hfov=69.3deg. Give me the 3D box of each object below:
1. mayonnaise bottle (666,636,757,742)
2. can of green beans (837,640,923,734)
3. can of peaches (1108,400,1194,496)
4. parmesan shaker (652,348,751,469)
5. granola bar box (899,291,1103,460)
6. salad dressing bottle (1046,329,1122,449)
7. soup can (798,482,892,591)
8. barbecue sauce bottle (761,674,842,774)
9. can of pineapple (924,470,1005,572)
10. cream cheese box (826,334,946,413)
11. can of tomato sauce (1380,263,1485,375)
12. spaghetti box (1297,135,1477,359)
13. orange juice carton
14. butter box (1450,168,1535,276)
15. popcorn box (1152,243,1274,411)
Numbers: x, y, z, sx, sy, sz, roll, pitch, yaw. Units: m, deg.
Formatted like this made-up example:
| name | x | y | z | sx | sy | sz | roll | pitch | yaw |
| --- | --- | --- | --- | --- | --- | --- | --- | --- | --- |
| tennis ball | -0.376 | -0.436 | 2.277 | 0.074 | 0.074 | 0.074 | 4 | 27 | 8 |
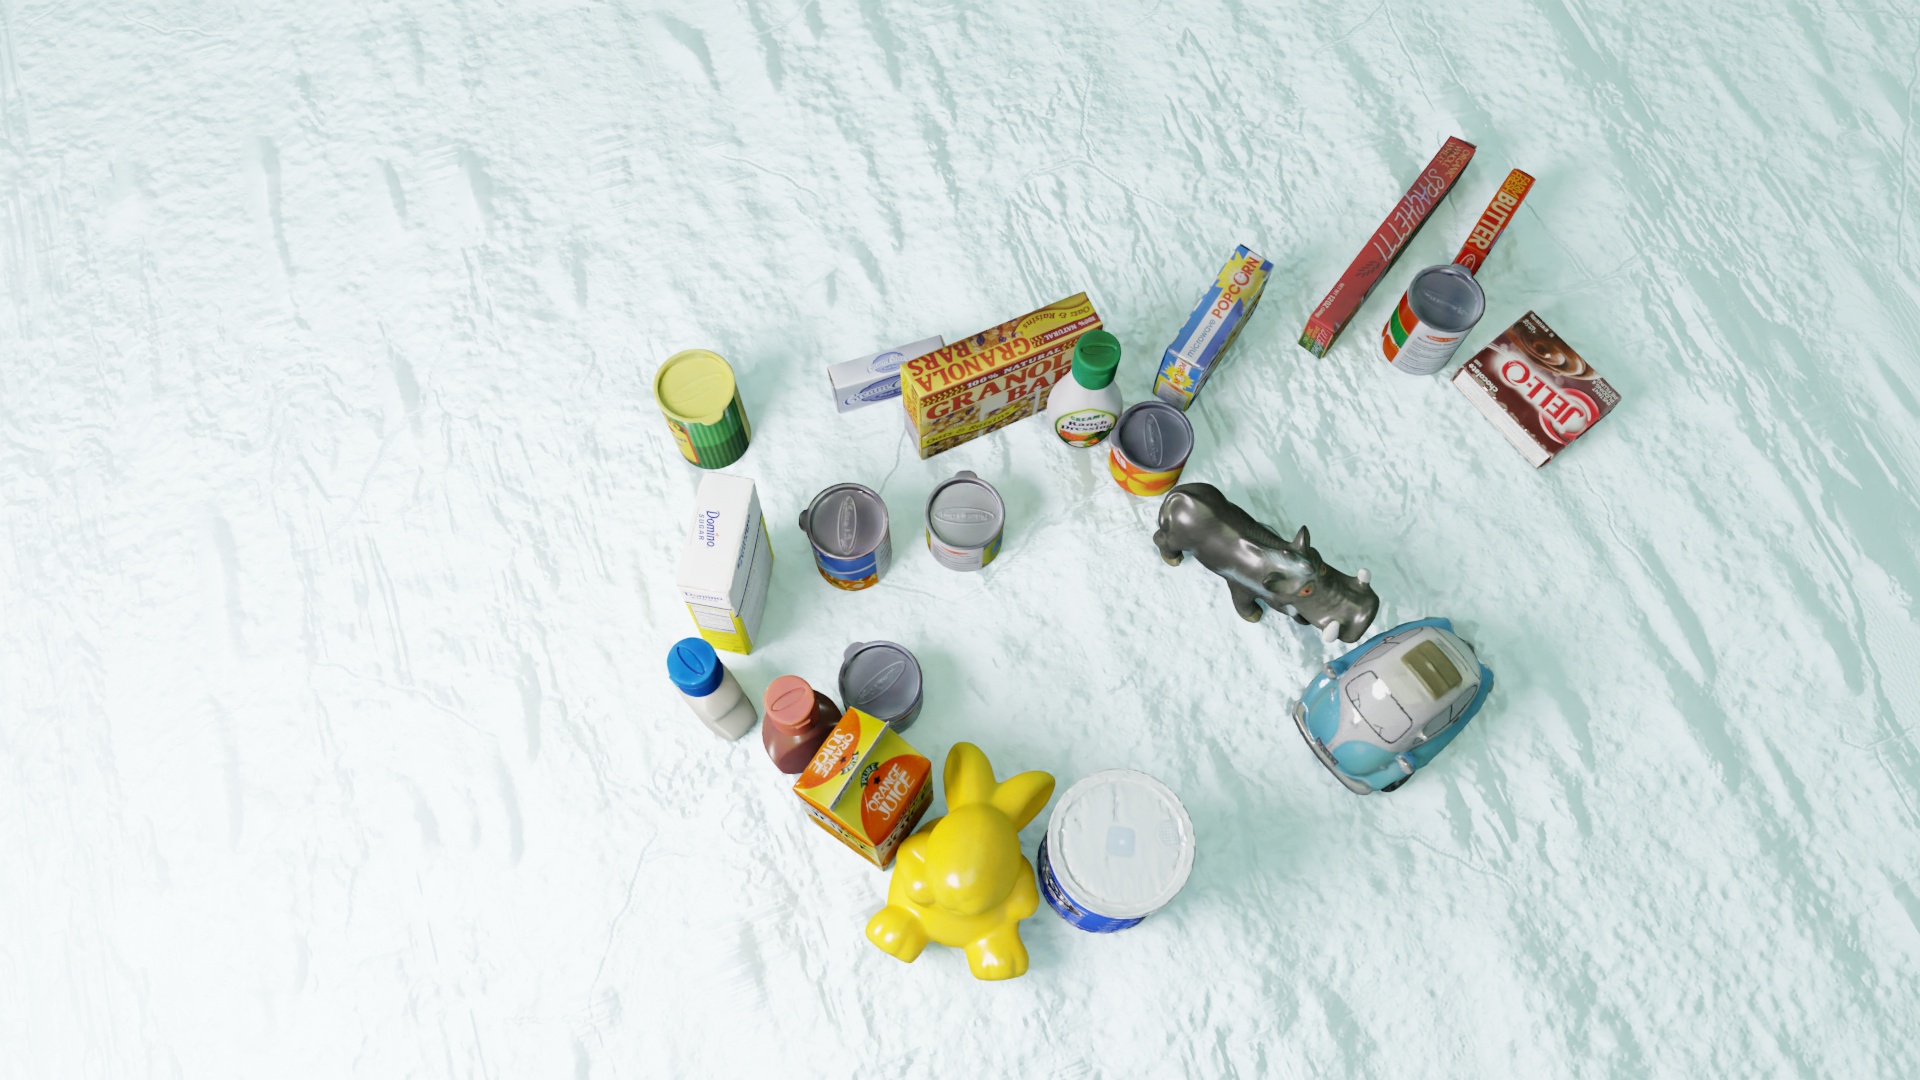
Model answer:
| name | x | y | z | sx | sy | sz | roll | pitch | yaw |
| --- | --- | --- | --- | --- | --- | --- | --- | --- | --- |
| mayonnaise bottle | -0.192 | 0.111 | 1.058 | 0.065 | 0.147 | 0.041 | 43 | 75 | 14 |
| can of green beans | -0.062 | 0.119 | 1.105 | 0.071 | 0.057 | 0.071 | 0 | 69 | -1 |
| can of peaches | 0.159 | -0.077 | 1.183 | 0.071 | 0.058 | 0.071 | 0 | 69 | -1 |
| parmesan shaker | -0.214 | -0.105 | 1.164 | 0.071 | 0.102 | 0.071 | 0 | 70 | -1 |
| granola bar box | 0.034 | -0.136 | 1.168 | 0.166 | 0.123 | 0.039 | -23 | 72 | -9 |
| salad dressing bottle | 0.106 | -0.124 | 1.152 | 0.064 | 0.147 | 0.044 | -1 | 70 | -1 |
| soup can | -0.093 | -0.002 | 1.137 | 0.071 | 0.083 | 0.071 | 0 | 70 | -1 |
| barbecue sauce bottle | -0.121 | 0.138 | 1.049 | 0.065 | 0.148 | 0.044 | -29 | 73 | -11 |
| can of pineapple | 0.004 | -0.015 | 1.157 | 0.071 | 0.057 | 0.071 | 0 | 69 | -1 |
| cream cheese box | -0.062 | -0.144 | 1.207 | 0.104 | 0.053 | 0.024 | -17 | 71 | -7 |
| can of tomato sauce | 0.412 | -0.193 | 1.217 | 0.071 | 0.082 | 0.071 | 0 | 70 | -1 |
| spaghetti box | 0.389 | -0.269 | 1.263 | 0.029 | 0.050 | 0.251 | 36 | 73 | 12 |
| orange juice carton | -0.068 | 0.181 | 1.010 | 0.073 | 0.192 | 0.072 | 33 | 73 | 11 |
| butter box | 0.484 | -0.287 | 1.269 | 0.024 | 0.053 | 0.104 | 33 | 72 | 11 |
| popcorn box | 0.219 | -0.184 | 1.209 | 0.038 | 0.085 | 0.127 | 32 | 72 | 11 |
